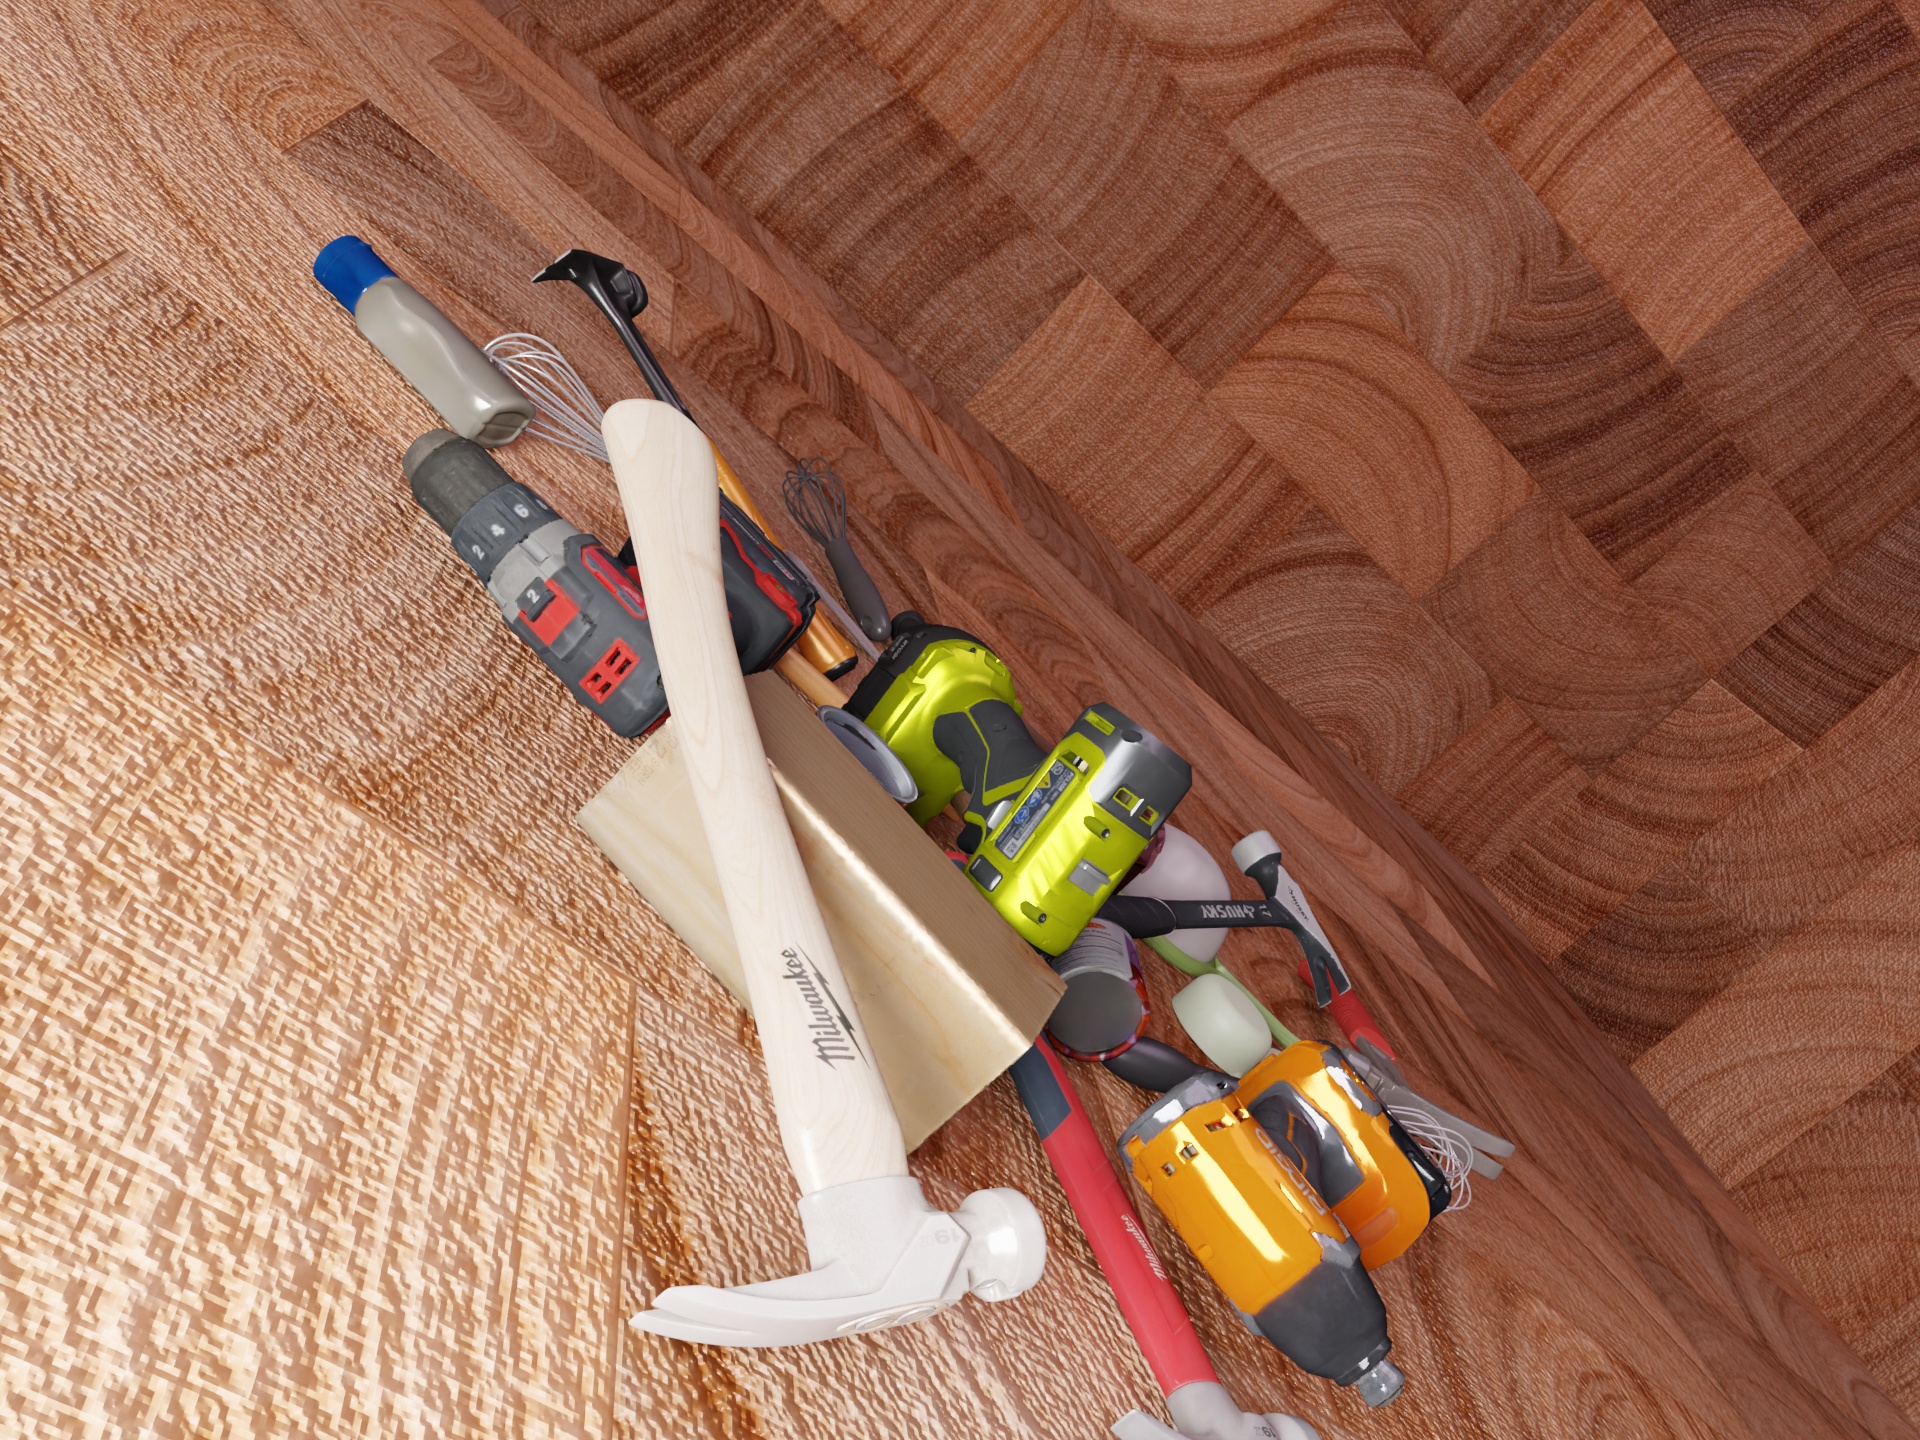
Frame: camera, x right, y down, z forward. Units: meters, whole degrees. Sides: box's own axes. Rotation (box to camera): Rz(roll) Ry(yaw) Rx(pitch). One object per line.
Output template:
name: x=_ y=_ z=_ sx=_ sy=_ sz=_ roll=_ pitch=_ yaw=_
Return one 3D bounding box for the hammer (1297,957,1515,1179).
hammer: x=0.352 y=0.273 z=1.356 sx=0.149 sy=0.036 sz=0.359 roll=30 pitch=8 yaw=-2

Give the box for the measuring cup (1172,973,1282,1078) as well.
measuring cup: x=0.222 y=0.234 z=1.193 sx=0.167 sy=0.038 sz=0.083 roll=27 pitch=22 yaw=-45

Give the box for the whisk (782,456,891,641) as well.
whisk: x=-0.101 y=-0.147 z=1.348 sx=0.055 sy=0.055 sz=0.239 roll=31 pitch=23 yaw=-44

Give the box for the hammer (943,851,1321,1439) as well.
hammer: x=0.042 y=0.198 z=0.791 sx=0.143 sy=0.038 sz=0.387 roll=31 pitch=20 yaw=-40

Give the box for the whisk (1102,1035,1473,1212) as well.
whisk: x=0.208 y=0.249 z=0.999 sx=0.284 sy=0.070 sz=0.070 roll=23 pitch=21 yaw=-18

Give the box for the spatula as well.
spatula: x=-0.108 y=-0.047 z=1.051 sx=0.322 sy=0.041 sz=0.081 roll=43 pitch=-1 yaw=-15

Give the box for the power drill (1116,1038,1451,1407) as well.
power drill: x=0.179 y=0.248 z=0.807 sx=0.164 sy=0.084 sz=0.226 roll=51 pitch=17 yaw=20

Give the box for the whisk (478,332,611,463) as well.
whisk: x=-0.229 y=-0.178 z=1.076 sx=0.059 sy=0.058 sz=0.246 roll=29 pitch=-6 yaw=46

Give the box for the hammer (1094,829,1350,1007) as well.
hammer: x=0.151 y=0.142 z=1.123 sx=0.408 sy=0.036 sz=0.149 roll=7 pitch=47 yaw=-51

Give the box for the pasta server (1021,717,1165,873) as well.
pasta server: x=0.053 y=0.015 z=1.284 sx=0.316 sy=0.060 sz=0.040 roll=42 pitch=22 yaw=30

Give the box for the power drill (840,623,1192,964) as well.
power drill: x=0.002 y=0.054 z=0.851 sx=0.080 sy=0.190 sz=0.229 roll=35 pitch=3 yaw=-33

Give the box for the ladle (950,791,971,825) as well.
ladle: x=0.000 y=0.046 z=1.022 sx=0.069 sy=0.031 sz=0.316 roll=63 pitch=-4 yaw=-34

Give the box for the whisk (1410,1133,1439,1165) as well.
whisk: x=0.282 y=0.304 z=1.165 sx=0.244 sy=0.047 sz=0.051 roll=30 pitch=21 yaw=-36

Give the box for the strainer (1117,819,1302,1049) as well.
strainer: x=0.209 y=0.168 z=1.283 sx=0.256 sy=0.069 sz=0.151 roll=45 pitch=14 yaw=6

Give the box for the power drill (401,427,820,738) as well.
power drill: x=-0.187 y=-0.085 z=0.874 sx=0.188 sy=0.080 sz=0.227 roll=46 pitch=17 yaw=4

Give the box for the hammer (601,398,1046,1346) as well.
hammer: x=-0.094 y=0.029 z=0.618 sx=0.146 sy=0.038 sz=0.411 roll=5 pitch=52 yaw=-37

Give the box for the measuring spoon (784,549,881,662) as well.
measuring spoon: x=-0.101 y=-0.081 z=1.237 sx=0.124 sy=0.018 sz=0.034 roll=49 pitch=13 yaw=-14

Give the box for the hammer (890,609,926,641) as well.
hammer: x=-0.002 y=-0.004 z=1.184 sx=0.335 sy=0.035 sz=0.146 roll=-121 pitch=-173 yaw=-63

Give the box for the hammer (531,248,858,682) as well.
hammer: x=-0.173 y=-0.172 z=1.095 sx=0.337 sy=0.034 sz=0.127 roll=58 pitch=14 yaw=0
